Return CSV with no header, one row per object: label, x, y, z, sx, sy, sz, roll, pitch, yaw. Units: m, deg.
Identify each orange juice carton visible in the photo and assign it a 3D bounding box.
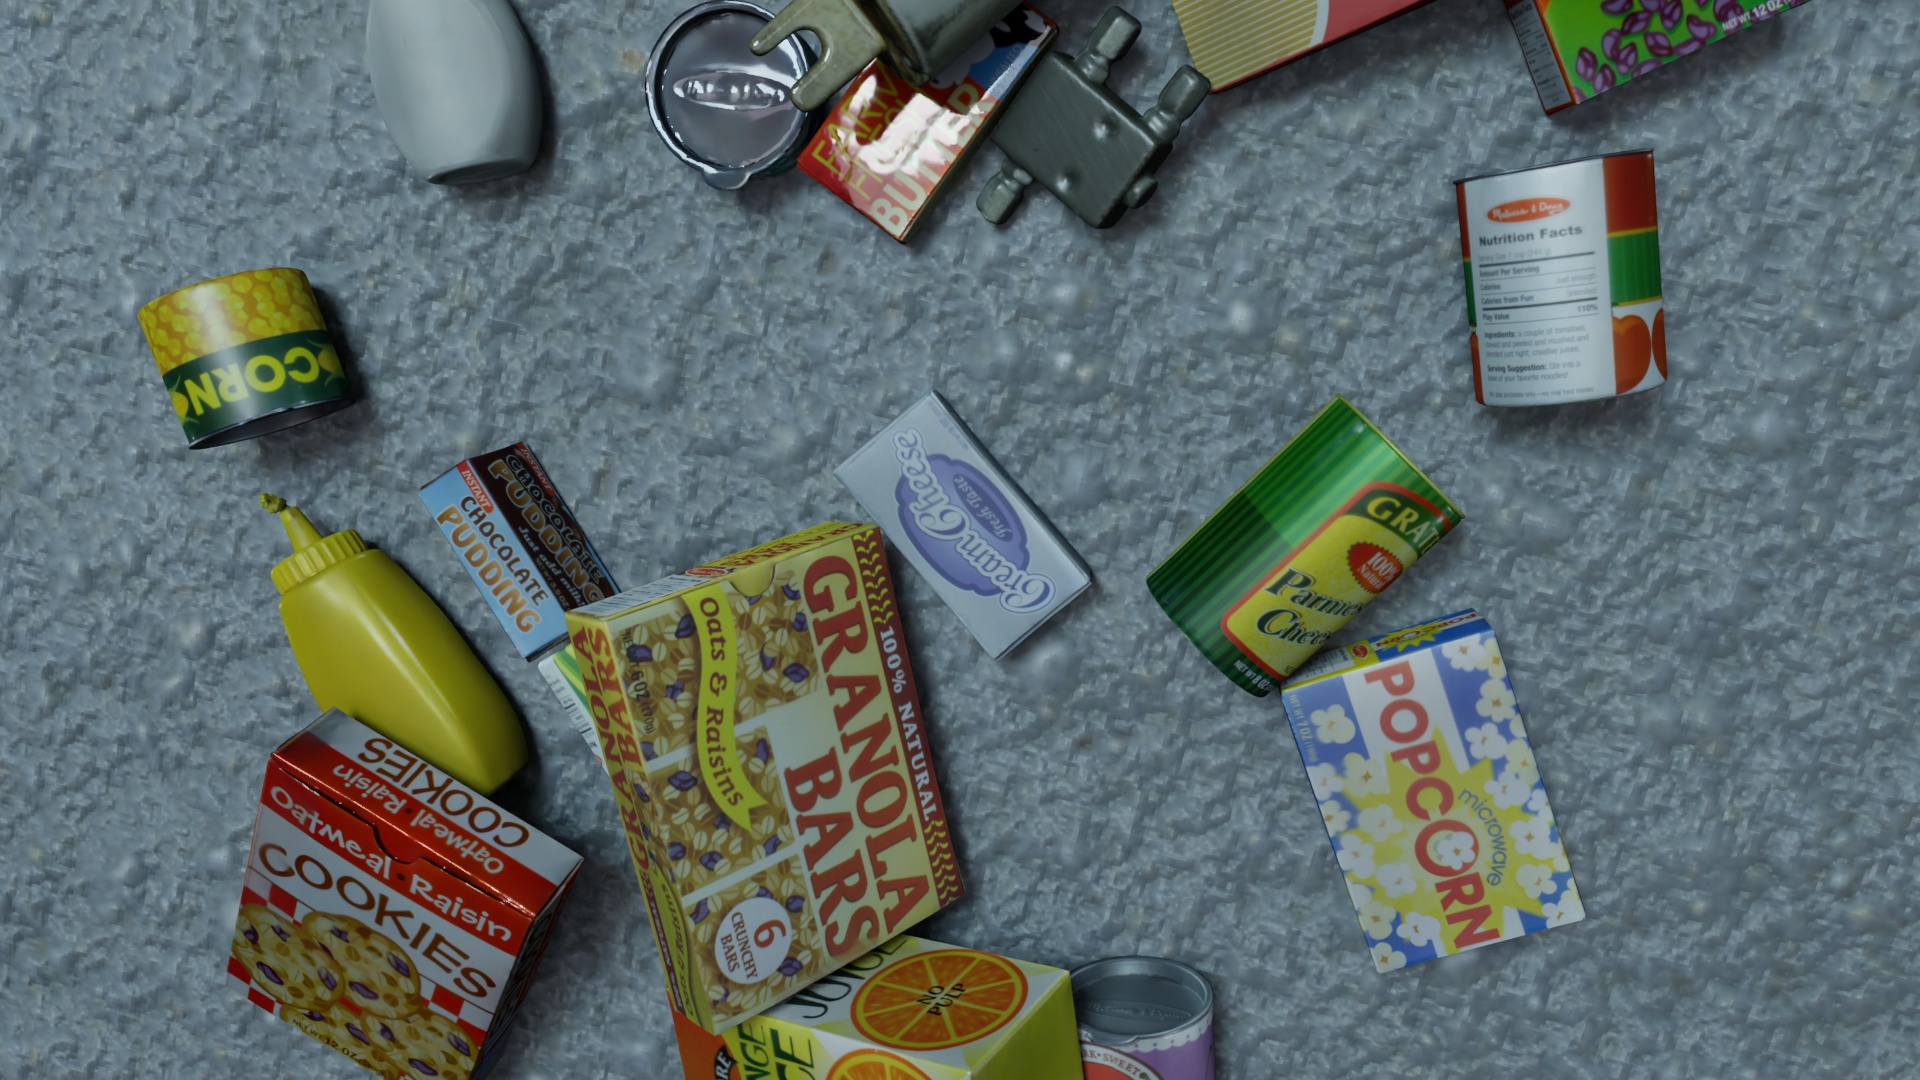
orange juice carton,-0.051,0.207,0.569,0.192,0.073,0.071,1,106,34

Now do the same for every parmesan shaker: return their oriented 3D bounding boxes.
parmesan shaker,0.132,0.004,0.534,0.071,0.071,0.103,44,103,-2

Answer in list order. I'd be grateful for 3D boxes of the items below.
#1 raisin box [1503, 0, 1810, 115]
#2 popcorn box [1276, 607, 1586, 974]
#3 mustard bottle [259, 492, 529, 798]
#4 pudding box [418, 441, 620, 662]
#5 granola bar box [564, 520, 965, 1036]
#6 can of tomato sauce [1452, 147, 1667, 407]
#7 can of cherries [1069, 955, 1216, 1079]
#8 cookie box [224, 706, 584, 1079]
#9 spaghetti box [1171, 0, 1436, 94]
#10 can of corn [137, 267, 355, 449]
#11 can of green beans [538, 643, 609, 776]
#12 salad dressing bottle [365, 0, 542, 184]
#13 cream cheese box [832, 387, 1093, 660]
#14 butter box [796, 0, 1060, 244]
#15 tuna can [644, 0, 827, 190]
raisin box,0.232,-0.228,0.492,0.086,0.040,0.123,-23,97,12
popcorn box,0.186,0.100,0.556,0.085,0.038,0.126,-19,97,10
mustard bottle,-0.251,0.046,0.599,0.065,0.049,0.160,-29,95,18
pudding box,-0.183,0.004,0.583,0.030,0.050,0.083,-30,95,14
granola bar box,-0.071,0.088,0.547,0.039,0.125,0.165,1,107,52
can of tomato sauce,0.219,-0.095,0.505,0.071,0.071,0.083,-7,100,9
can of cherries,0.071,0.215,0.575,0.071,0.071,0.058,-2,101,8
cookie box,-0.242,0.165,0.594,0.123,0.040,0.166,30,125,1
spaghetti box,0.188,-0.220,0.460,0.249,0.029,0.050,-16,102,31
can of corn,-0.294,-0.075,0.573,0.071,0.071,0.058,-18,97,10
can of green beans,-0.131,0.058,0.577,0.071,0.071,0.058,-31,95,12
salad dressing bottle,-0.209,-0.219,0.551,0.064,0.044,0.147,-11,97,11
cream cheese box,0.002,-0.007,0.569,0.053,0.024,0.104,-40,93,13
butter box,-0.013,-0.172,0.542,0.053,0.024,0.103,38,102,0
tuna can,-0.087,-0.173,0.547,0.071,0.033,0.071,1,100,8
